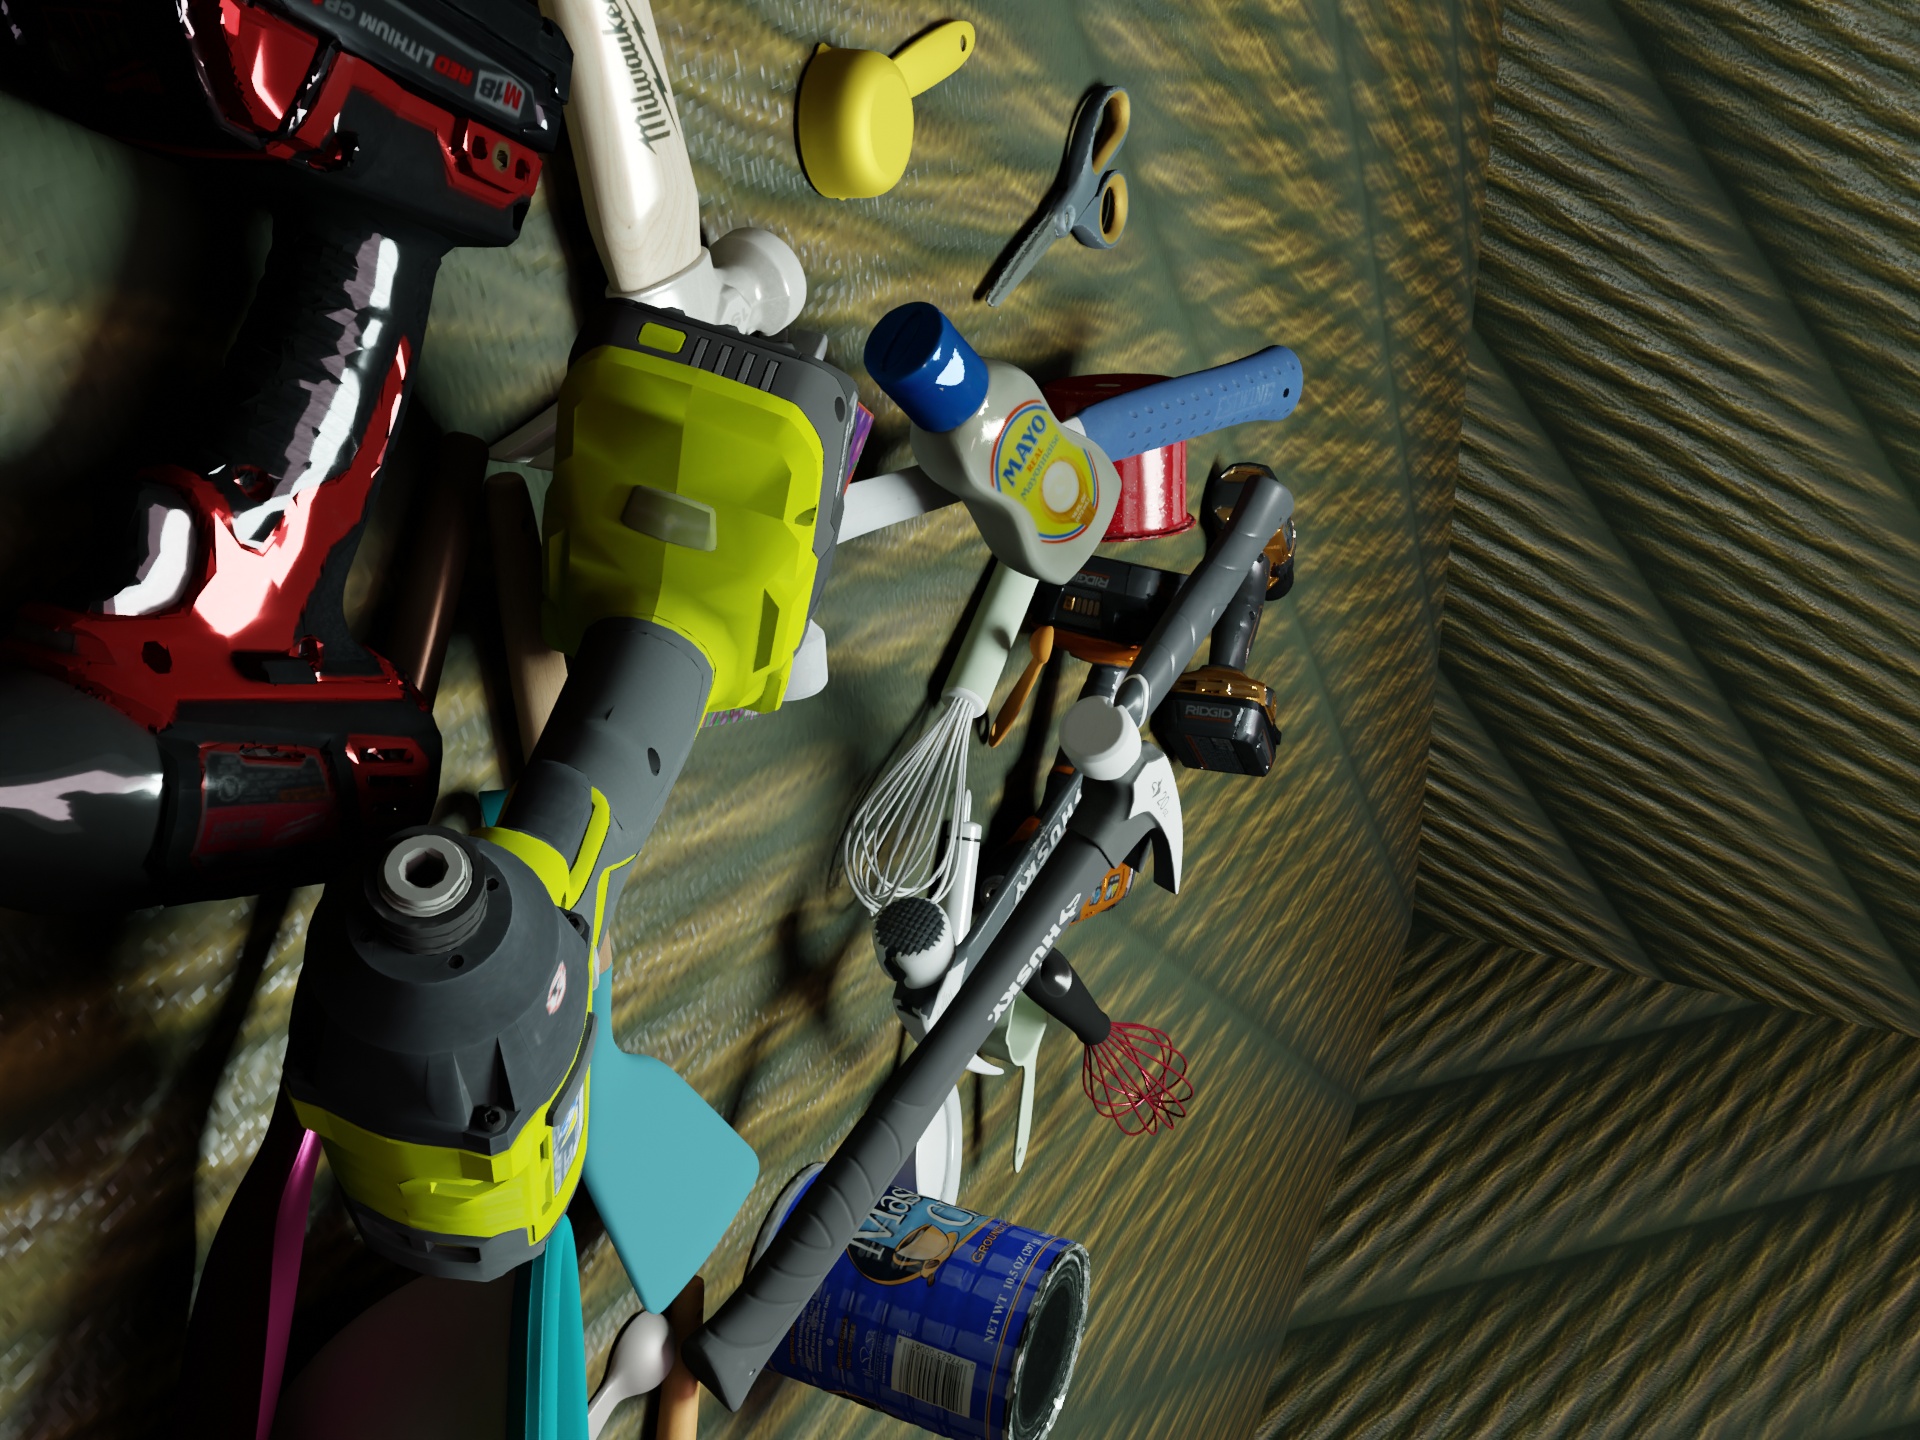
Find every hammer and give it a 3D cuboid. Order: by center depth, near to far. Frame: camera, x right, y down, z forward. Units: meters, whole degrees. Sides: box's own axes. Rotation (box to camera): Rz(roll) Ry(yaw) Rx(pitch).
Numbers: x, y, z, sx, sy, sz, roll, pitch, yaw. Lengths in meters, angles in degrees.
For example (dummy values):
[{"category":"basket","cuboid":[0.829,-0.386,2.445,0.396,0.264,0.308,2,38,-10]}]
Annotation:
[{"category":"hammer","cuboid":[-0.121,-0.268,0.415,0.146,0.038,0.410,-53,146,-44]},{"category":"hammer","cuboid":[-0.009,0.153,0.701,0.335,0.035,0.146,-54,149,-10]},{"category":"hammer","cuboid":[0.048,-0.135,0.754,0.405,0.035,0.144,-25,123,-44]},{"category":"hammer","cuboid":[0.084,0.008,0.847,0.409,0.036,0.149,-54,149,-30]}]

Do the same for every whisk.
[{"category":"whisk","cuboid":[-0.001,-0.003,0.821,0.059,0.057,0.246,-51,-166,56]},{"category":"whisk","cuboid":[0.091,0.203,1.016,0.295,0.073,0.073,53,51,-53]}]

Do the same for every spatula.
[{"category":"spatula","cuboid":[-0.122,0.065,0.551,0.082,0.044,0.317,-49,144,-52]},{"category":"spatula","cuboid":[-0.141,0.400,0.696,0.081,0.041,0.322,1,95,-67]}]

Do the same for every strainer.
[{"category":"strainer","cuboid":[-0.161,0.190,0.462,0.211,0.095,0.340,129,-44,-73]},{"category":"strainer","cuboid":[-0.012,0.166,0.871,0.086,0.050,0.258,26,71,-73]}]

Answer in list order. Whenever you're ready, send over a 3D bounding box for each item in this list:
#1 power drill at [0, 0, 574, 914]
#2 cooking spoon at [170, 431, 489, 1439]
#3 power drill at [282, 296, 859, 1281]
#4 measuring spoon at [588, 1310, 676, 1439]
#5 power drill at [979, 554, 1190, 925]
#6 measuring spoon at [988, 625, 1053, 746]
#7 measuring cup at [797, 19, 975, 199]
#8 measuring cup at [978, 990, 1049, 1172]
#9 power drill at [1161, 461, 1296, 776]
[{"category":"power drill","cuboid":[-0.167,-0.065,0.352,0.143,0.078,0.219,-3,106,-67]},{"category":"cooking spoon","cuboid":[-0.171,0.071,0.436,0.017,0.069,0.319,18,76,-37]},{"category":"power drill","cuboid":[-0.093,0.007,0.396,0.171,0.080,0.223,110,-5,-54]},{"category":"measuring spoon","cuboid":[-0.147,0.292,0.631,0.124,0.018,0.034,-56,148,-43]},{"category":"power drill","cuboid":[0.069,0.016,0.947,0.164,0.084,0.226,-5,108,-65]},{"category":"measuring spoon","cuboid":[0.029,-0.017,0.867,0.116,0.011,0.021,118,-19,-57]},{"category":"measuring cup","cuboid":[-0.018,-0.266,0.667,0.157,0.029,0.062,-53,147,-44]},{"category":"measuring cup","cuboid":[0.026,0.209,0.987,0.083,0.038,0.167,-41,139,-56]},{"category":"power drill","cuboid":[0.230,-0.072,1.295,0.185,0.084,0.226,46,54,-65]}]
